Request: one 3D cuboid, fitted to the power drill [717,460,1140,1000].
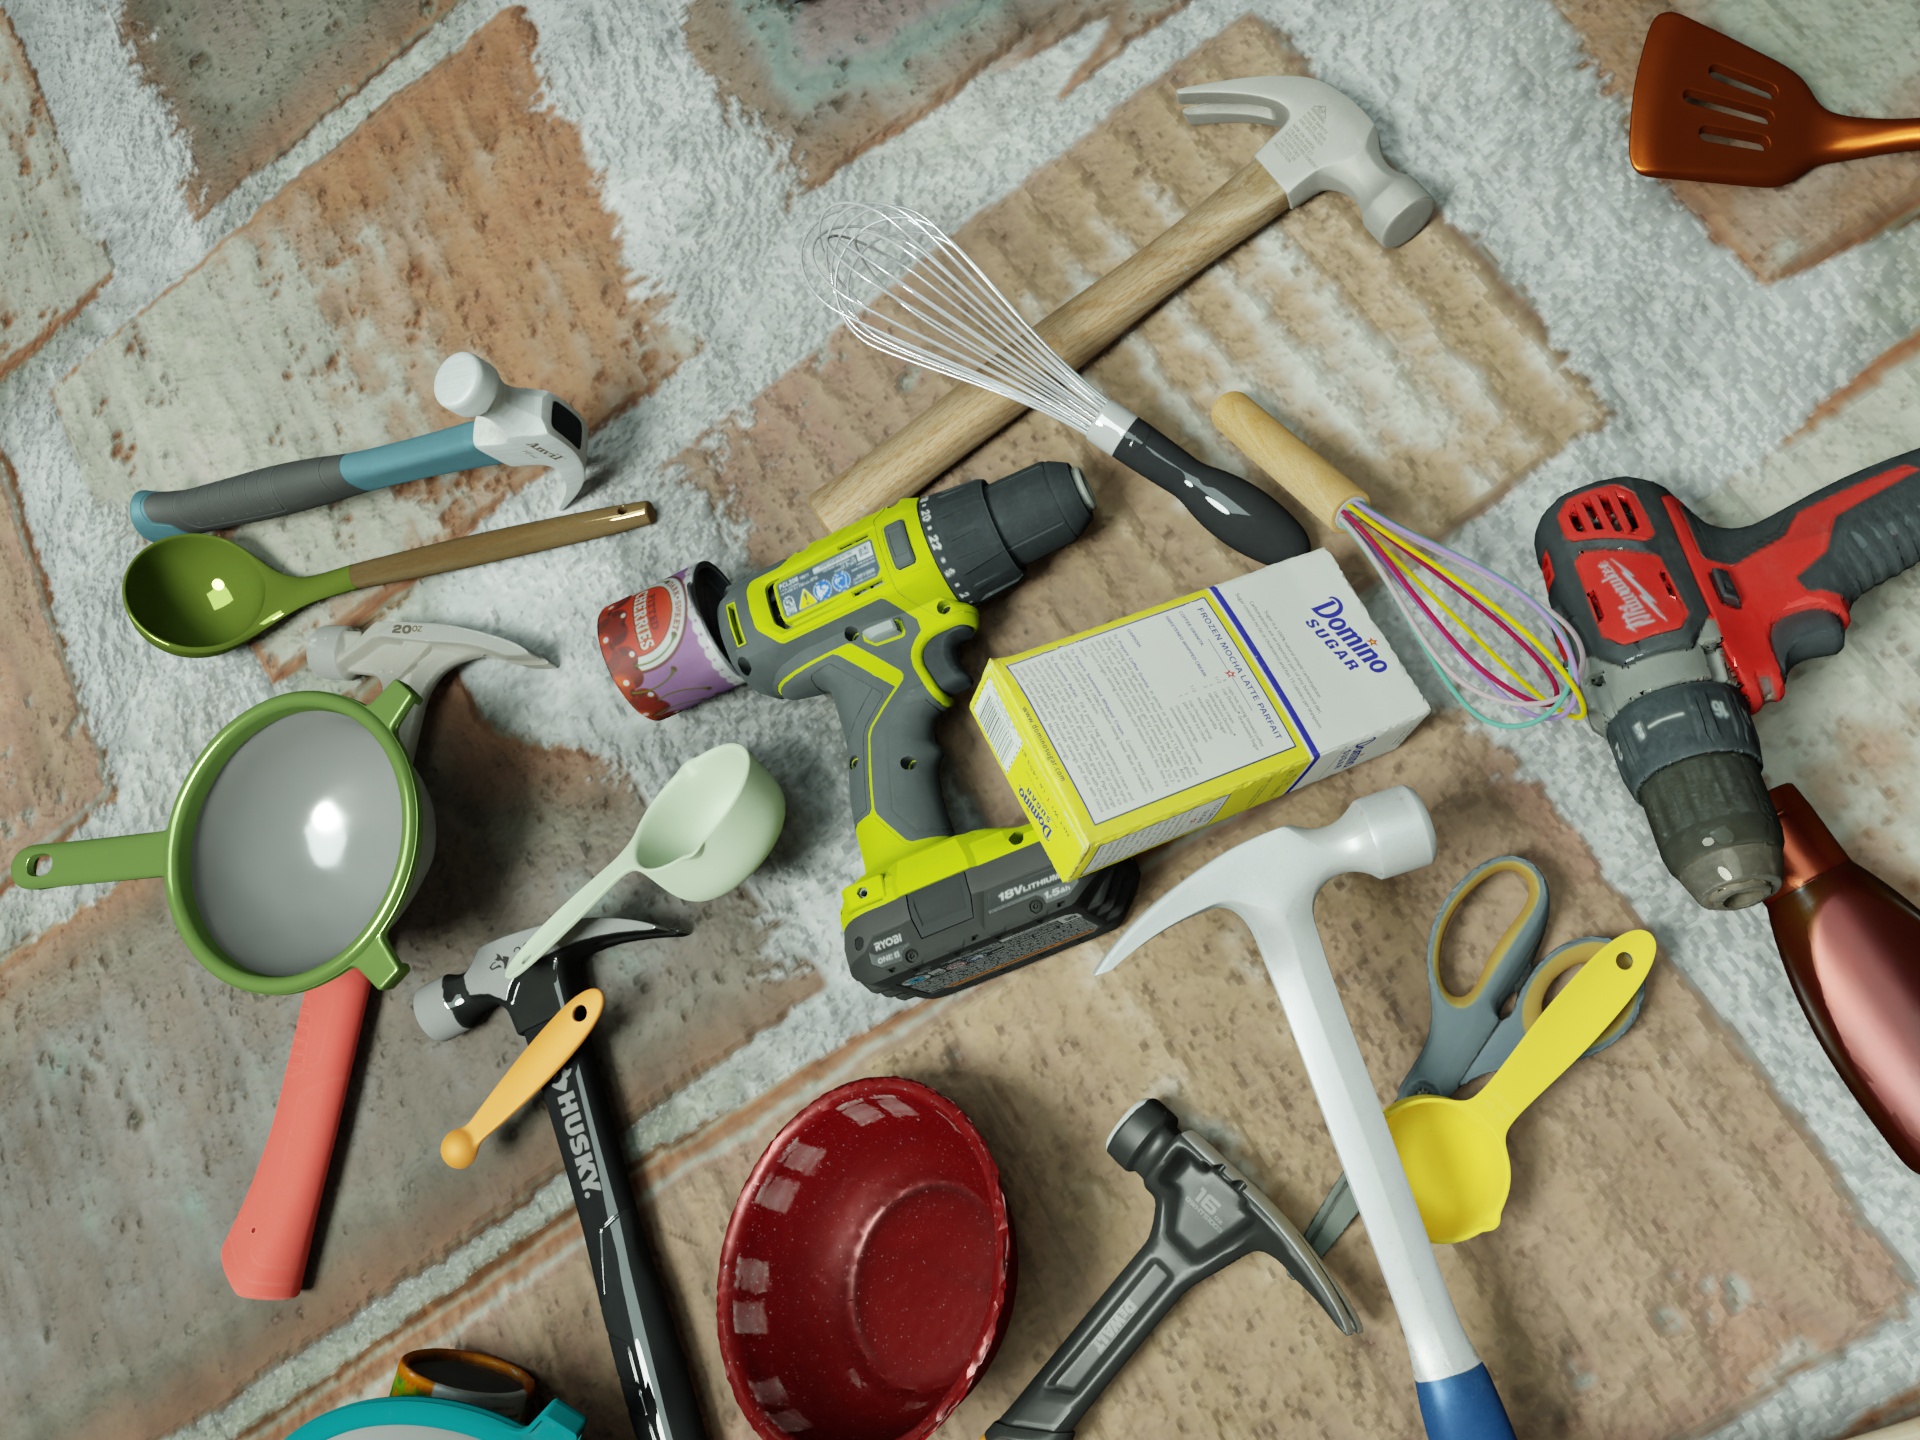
[{"bbox_3d":[-0.001,-0.002,0.747,0.190,0.080,0.229,-24,68,14],"label":"power drill"}]

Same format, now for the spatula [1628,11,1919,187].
[{"bbox_3d":[0.453,-0.249,0.665,0.323,0.041,0.081,10,80,20],"label":"spatula"}]

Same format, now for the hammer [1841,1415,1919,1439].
[{"bbox_3d":[0.332,0.269,0.545,0.410,0.038,0.146,-17,72,4],"label":"hammer"}]

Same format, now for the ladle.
[{"bbox_3d":[-0.324,-0.092,0.895,0.320,0.062,0.078,-10,64,14],"label":"ladle"}]

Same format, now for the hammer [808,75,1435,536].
[{"bbox_3d":[0.060,-0.199,0.796,0.331,0.031,0.130,-36,69,9],"label":"hammer"}]

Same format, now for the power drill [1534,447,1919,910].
[{"bbox_3d":[0.352,-0.035,0.609,0.226,0.080,0.188,-17,55,17],"label":"power drill"}]

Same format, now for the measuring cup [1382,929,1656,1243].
[{"bbox_3d":[0.224,0.144,0.645,0.062,0.029,0.156,43,87,9],"label":"measuring cup"}]

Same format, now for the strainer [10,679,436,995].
[{"bbox_3d":[-0.371,0.070,0.825,0.256,0.069,0.151,-7,76,19],"label":"strainer"}]

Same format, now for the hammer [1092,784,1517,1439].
[{"bbox_3d":[0.175,0.238,0.605,0.144,0.035,0.405,-19,82,2],"label":"hammer"}]

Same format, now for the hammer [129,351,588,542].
[{"bbox_3d":[-0.348,-0.138,0.892,0.331,0.128,0.033,-6,74,27],"label":"hammer"}]

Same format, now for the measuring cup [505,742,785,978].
[{"bbox_3d":[-0.151,0.080,0.772,0.167,0.038,0.083,-41,29,11],"label":"measuring cup"}]

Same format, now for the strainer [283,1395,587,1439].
[{"bbox_3d":[-0.298,0.419,0.688,0.340,0.095,0.211,-12,100,11],"label":"strainer"}]

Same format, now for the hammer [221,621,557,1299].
[{"bbox_3d":[-0.320,0.123,0.851,0.149,0.036,0.359,5,78,21],"label":"hammer"}]

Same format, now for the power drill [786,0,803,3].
[{"bbox_3d":[-0.072,-0.537,0.902,0.164,0.084,0.226,41,88,23],"label":"power drill"}]

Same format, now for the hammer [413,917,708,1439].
[{"bbox_3d":[-0.159,0.253,0.763,0.146,0.035,0.335,-26,70,13],"label":"hammer"}]

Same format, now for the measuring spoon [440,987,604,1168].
[{"bbox_3d":[-0.215,0.174,0.776,0.117,0.011,0.021,-48,67,5],"label":"measuring spoon"}]

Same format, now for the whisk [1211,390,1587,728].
[{"bbox_3d":[0.183,-0.076,0.690,0.051,0.047,0.245,-58,44,22],"label":"whisk"}]

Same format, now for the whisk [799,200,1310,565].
[{"bbox_3d":[0.044,-0.155,0.750,0.284,0.070,0.070,36,91,5],"label":"whisk"}]

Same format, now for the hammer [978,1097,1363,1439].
[{"bbox_3d":[0.020,0.329,0.678,0.127,0.034,0.337,41,93,29],"label":"hammer"}]
